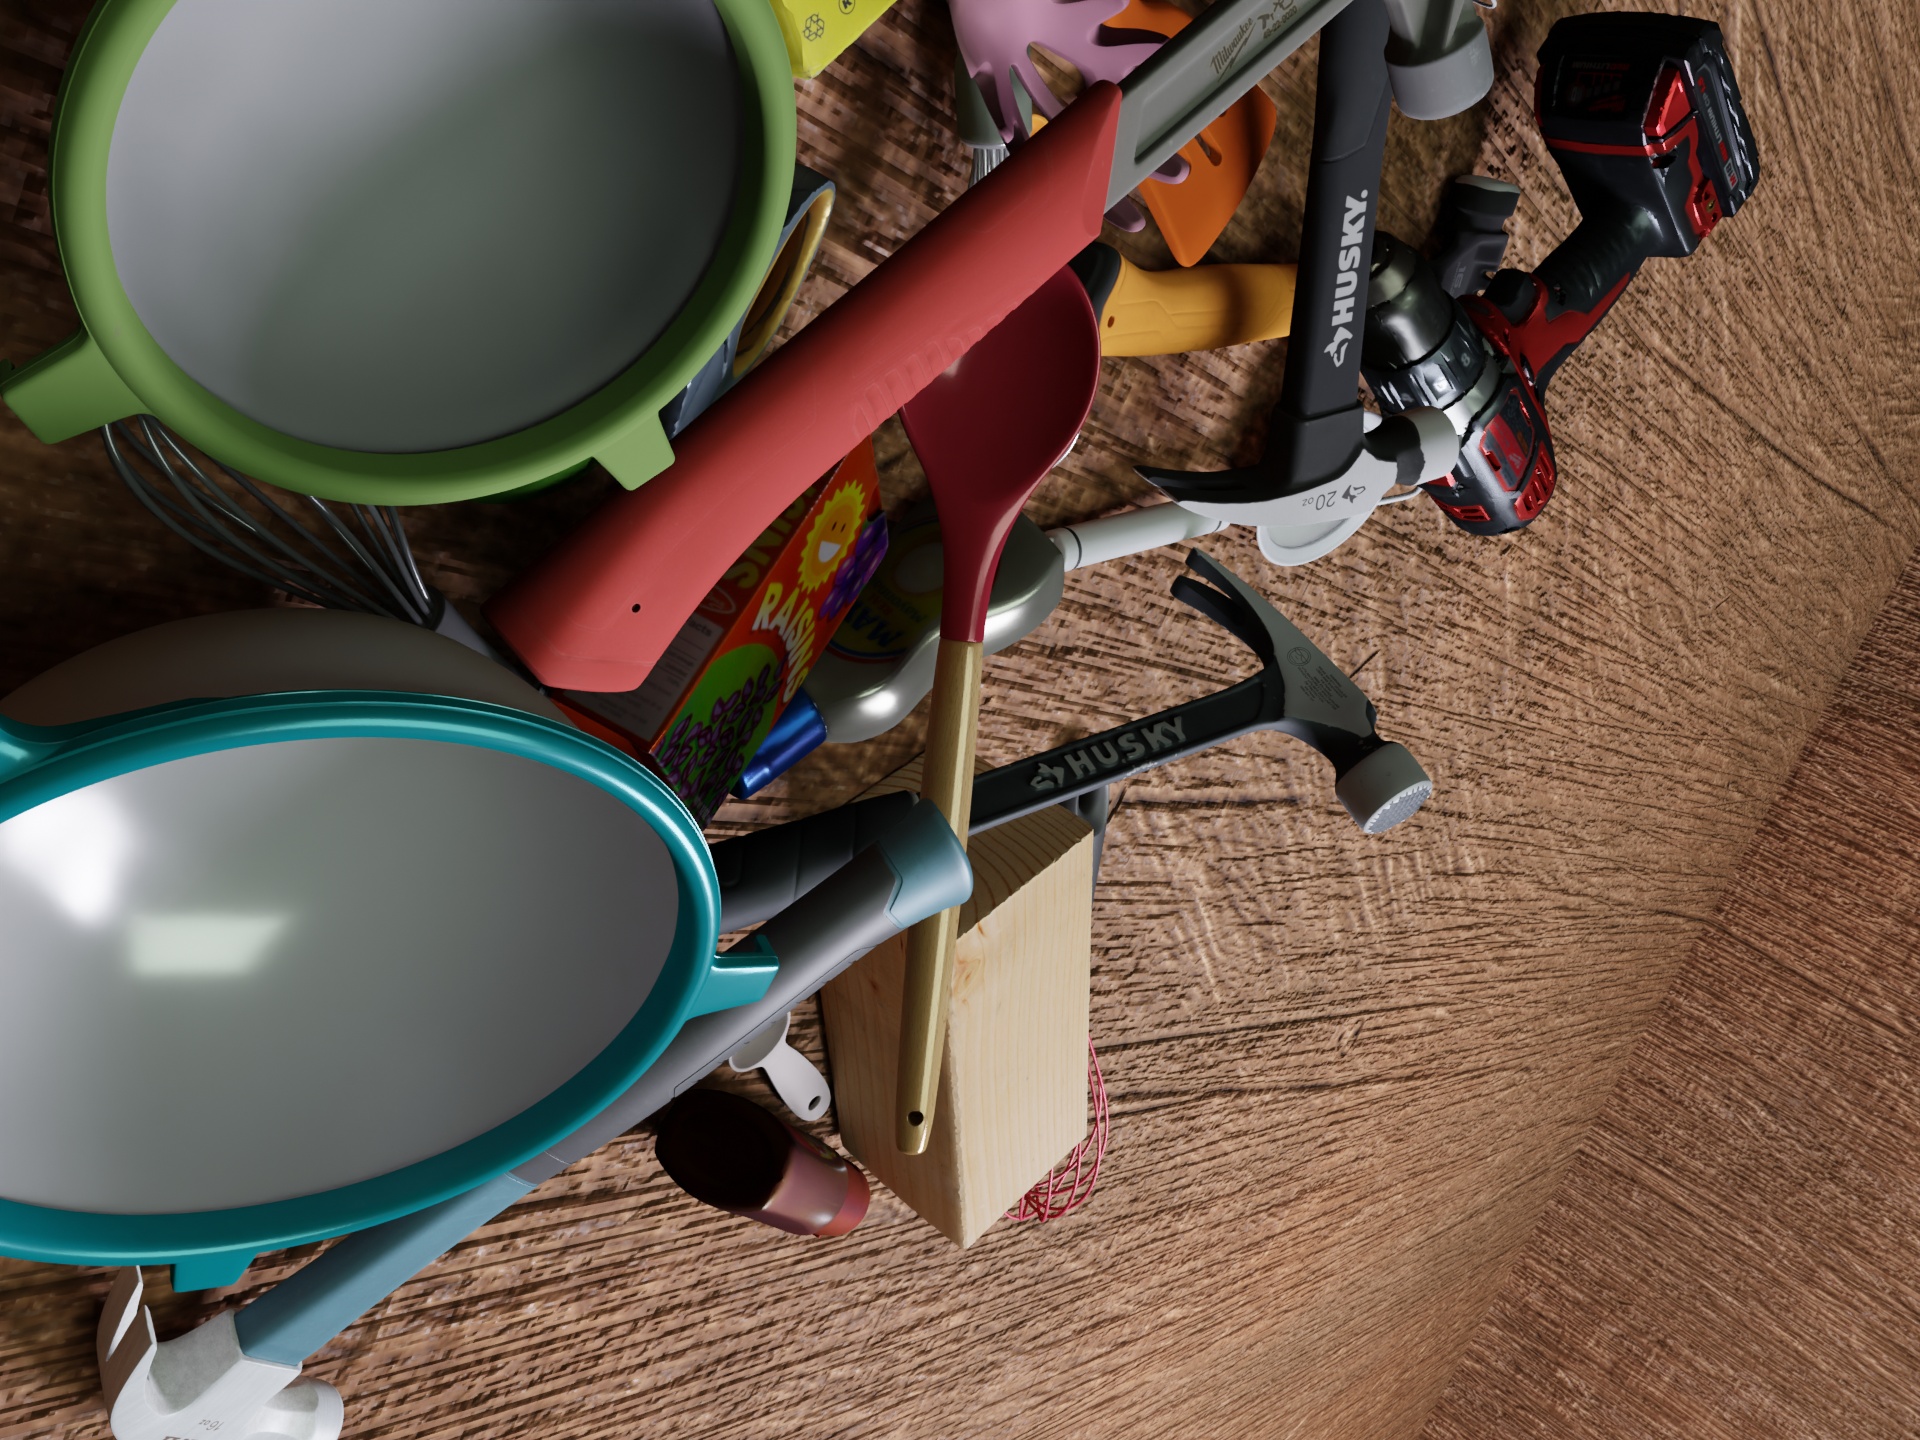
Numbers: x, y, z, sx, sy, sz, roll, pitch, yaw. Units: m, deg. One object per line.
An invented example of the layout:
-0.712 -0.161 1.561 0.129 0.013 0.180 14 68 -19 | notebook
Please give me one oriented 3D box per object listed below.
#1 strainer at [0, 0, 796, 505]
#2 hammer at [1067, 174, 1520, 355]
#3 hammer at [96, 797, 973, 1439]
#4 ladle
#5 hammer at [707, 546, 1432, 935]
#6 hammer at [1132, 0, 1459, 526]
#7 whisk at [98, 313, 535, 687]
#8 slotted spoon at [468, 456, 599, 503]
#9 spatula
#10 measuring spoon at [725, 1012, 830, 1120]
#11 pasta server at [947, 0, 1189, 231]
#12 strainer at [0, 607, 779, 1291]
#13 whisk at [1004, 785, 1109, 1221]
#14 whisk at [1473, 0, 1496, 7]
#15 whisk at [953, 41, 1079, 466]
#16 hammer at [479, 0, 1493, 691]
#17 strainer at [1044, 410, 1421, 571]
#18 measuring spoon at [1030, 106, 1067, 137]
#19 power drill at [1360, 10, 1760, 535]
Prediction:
-0.092 -0.163 0.311 0.151 0.069 0.256 -3 134 -44 | strainer
0.150 -0.183 0.718 0.337 0.034 0.127 -17 127 -44 | hammer
-0.133 0.135 0.520 0.331 0.033 0.128 -36 145 0 | hammer
-0.001 -0.002 0.544 0.031 0.069 0.315 -94 -170 -81 | ladle
-0.006 0.031 0.612 0.409 0.149 0.036 -17 150 -29 | hammer
0.138 -0.223 0.578 0.146 0.035 0.334 -18 129 -21 | hammer
-0.156 -0.030 0.445 0.055 0.055 0.238 -49 150 -14 | whisk
-0.059 -0.196 0.450 0.314 0.031 0.070 -62 159 2 | slotted spoon
0.047 -0.278 0.493 0.081 0.041 0.322 -59 153 -14 | spatula
-0.081 0.152 0.707 0.034 0.018 0.124 -47 151 -17 | measuring spoon
-0.028 -0.246 0.402 0.060 0.040 0.315 -49 136 -1 | pasta server
-0.194 0.008 0.360 0.211 0.095 0.340 -28 141 -1 | strainer
0.051 0.146 0.831 0.073 0.073 0.295 -21 125 -42 | whisk
0.120 -0.321 0.560 0.284 0.070 0.070 9 108 -49 | whisk
0.011 -0.188 0.531 0.058 0.059 0.246 -76 166 -52 | whisk
0.009 -0.143 0.446 0.359 0.037 0.149 -42 131 -8 | hammer
0.121 -0.101 0.741 0.258 0.050 0.086 -18 136 -37 | strainer
0.055 -0.227 0.588 0.117 0.011 0.021 -36 125 -34 | measuring spoon
0.265 -0.220 0.739 0.187 0.080 0.227 39 83 -44 | power drill
